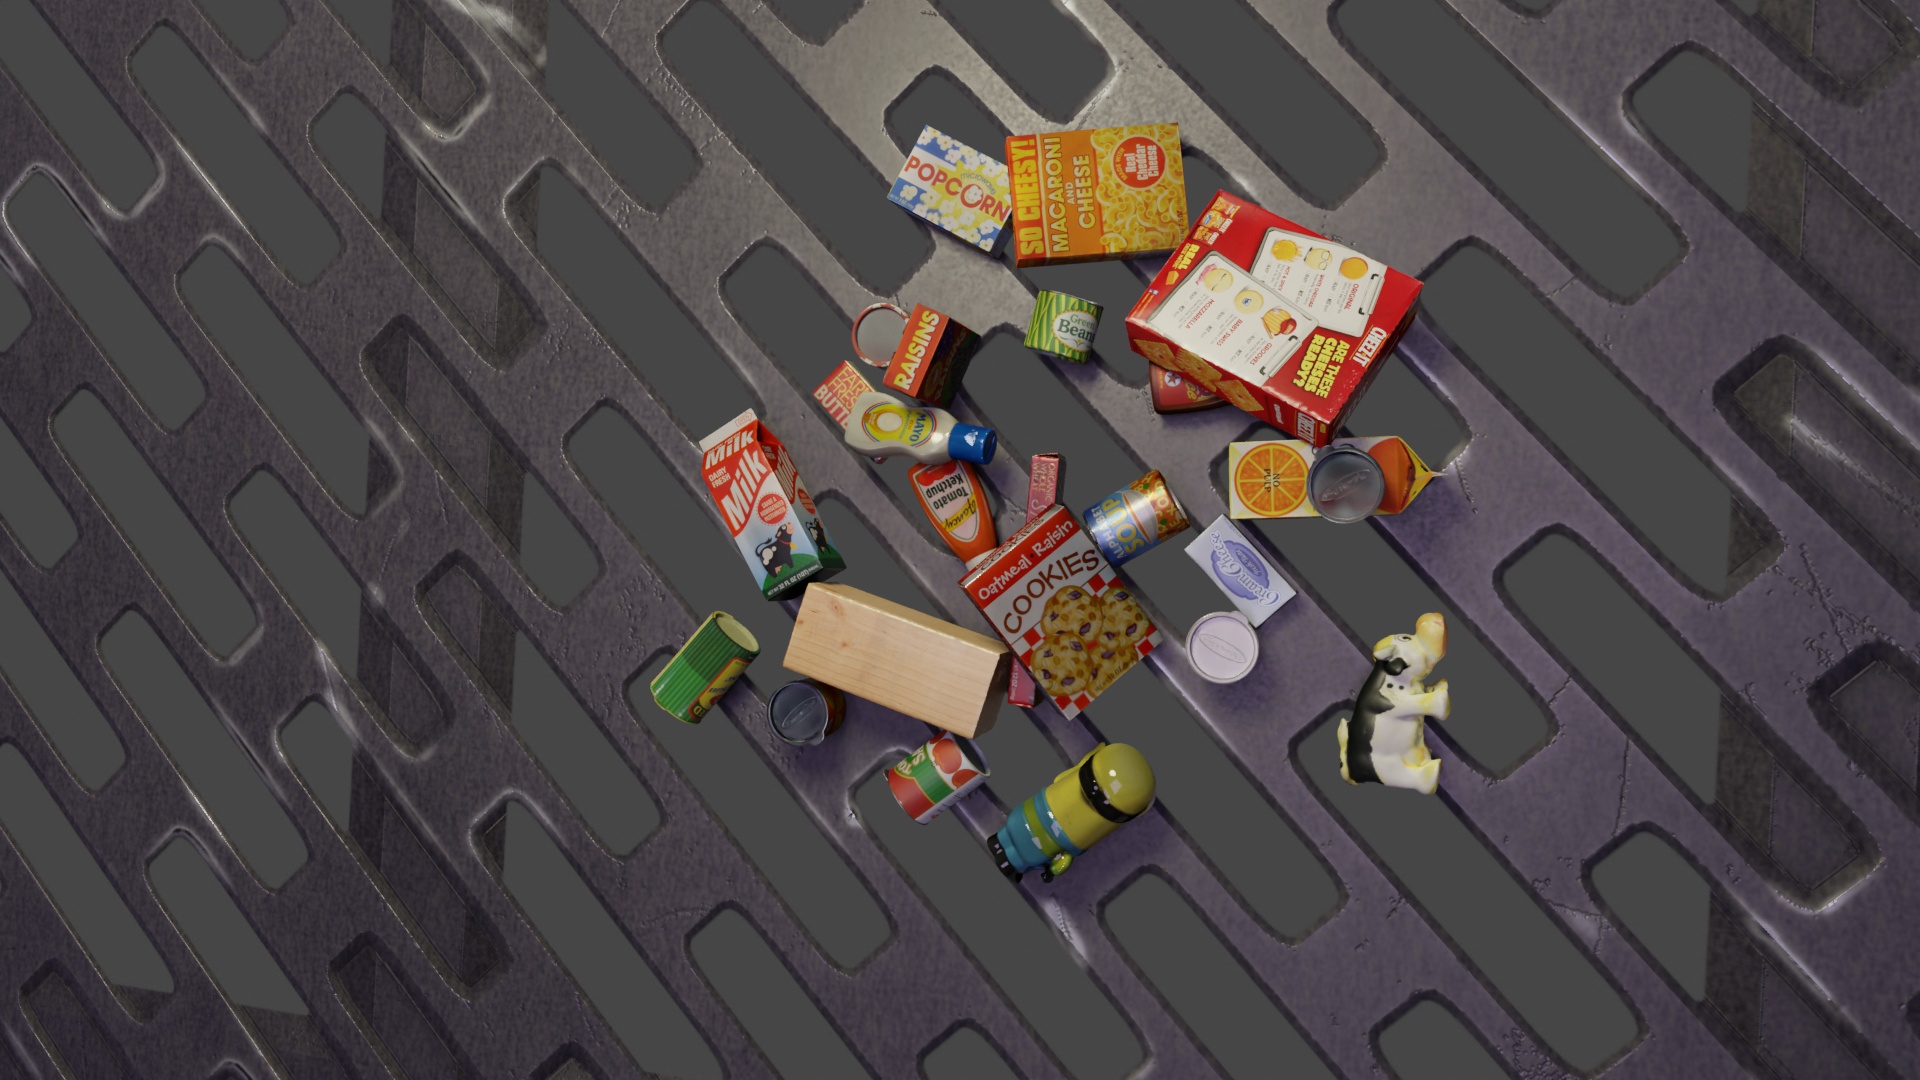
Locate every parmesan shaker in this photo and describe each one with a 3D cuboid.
[{"bbox_3d":[-0.266,0.133,1.447,0.071,0.071,0.103,44,100,11],"label":"parmesan shaker"}]

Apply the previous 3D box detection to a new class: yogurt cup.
[{"bbox_3d":[0.251,0.101,1.323,0.072,0.054,0.072,0,89,15],"label":"yogurt cup"}]

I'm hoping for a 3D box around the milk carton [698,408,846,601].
[{"bbox_3d":[-0.200,-0.037,1.432,0.072,0.073,0.190,-31,82,13],"label":"milk carton"}]

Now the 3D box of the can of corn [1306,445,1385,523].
[{"bbox_3d":[0.338,-0.050,1.225,0.071,0.058,0.071,0,90,15],"label":"can of corn"}]

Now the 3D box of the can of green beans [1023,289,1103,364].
[{"bbox_3d":[0.101,-0.209,1.360,0.071,0.071,0.057,17,94,14],"label":"can of green beans"}]

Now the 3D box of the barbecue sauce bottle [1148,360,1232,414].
[{"bbox_3d":[0.257,-0.159,1.330,0.148,0.043,0.065,-5,86,14],"label":"barbecue sauce bottle"}]

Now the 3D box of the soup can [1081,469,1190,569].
[{"bbox_3d":[0.169,-0.021,1.337,0.083,0.071,0.071,-31,82,12],"label":"soup can"}]

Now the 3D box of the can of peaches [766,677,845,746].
[{"bbox_3d":[-0.156,0.176,1.426,0.071,0.058,0.071,0,89,14],"label":"can of peaches"}]

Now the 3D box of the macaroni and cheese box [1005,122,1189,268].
[{"bbox_3d":[0.132,-0.333,1.346,0.166,0.040,0.123,-5,88,-2],"label":"macaroni and cheese box"}]

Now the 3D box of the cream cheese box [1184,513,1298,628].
[{"bbox_3d":[0.269,0.029,1.335,0.053,0.024,0.104,-44,79,12],"label":"cream cheese box"}]

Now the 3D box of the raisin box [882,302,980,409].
[{"bbox_3d":[-0.027,-0.179,1.363,0.040,0.123,0.086,26,96,13],"label":"raisin box"}]

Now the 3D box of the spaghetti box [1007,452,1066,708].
[{"bbox_3d":[0.076,0.038,1.371,0.029,0.050,0.250,6,90,14],"label":"spaghetti box"}]

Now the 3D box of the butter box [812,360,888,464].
[{"bbox_3d":[-0.100,-0.132,1.432,0.053,0.024,0.103,-45,80,9],"label":"butter box"}]

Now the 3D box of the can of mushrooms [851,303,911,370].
[{"bbox_3d":[-0.078,-0.209,1.423,0.071,0.033,0.071,0,90,14],"label":"can of mushrooms"}]

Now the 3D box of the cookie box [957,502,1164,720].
[{"bbox_3d":[0.095,0.067,1.327,0.123,0.040,0.167,-39,100,-8],"label":"cookie box"}]

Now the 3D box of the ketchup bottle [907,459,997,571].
[{"bbox_3d":[0.005,-0.017,1.394,0.064,0.043,0.149,-27,83,8],"label":"ketchup bottle"}]

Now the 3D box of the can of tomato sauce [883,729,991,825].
[{"bbox_3d":[-0.022,0.231,1.386,0.083,0.071,0.071,-38,81,11],"label":"can of tomato sauce"}]

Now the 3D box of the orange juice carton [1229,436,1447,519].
[{"bbox_3d":[0.349,-0.058,1.291,0.193,0.072,0.073,-2,90,15],"label":"orange juice carton"}]

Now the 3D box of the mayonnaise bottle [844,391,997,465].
[{"bbox_3d":[-0.038,-0.105,1.369,0.148,0.041,0.065,12,75,22],"label":"mayonnaise bottle"}]

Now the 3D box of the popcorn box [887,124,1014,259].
[{"bbox_3d":[0.001,-0.351,1.402,0.127,0.038,0.085,31,95,13],"label":"popcorn box"}]
